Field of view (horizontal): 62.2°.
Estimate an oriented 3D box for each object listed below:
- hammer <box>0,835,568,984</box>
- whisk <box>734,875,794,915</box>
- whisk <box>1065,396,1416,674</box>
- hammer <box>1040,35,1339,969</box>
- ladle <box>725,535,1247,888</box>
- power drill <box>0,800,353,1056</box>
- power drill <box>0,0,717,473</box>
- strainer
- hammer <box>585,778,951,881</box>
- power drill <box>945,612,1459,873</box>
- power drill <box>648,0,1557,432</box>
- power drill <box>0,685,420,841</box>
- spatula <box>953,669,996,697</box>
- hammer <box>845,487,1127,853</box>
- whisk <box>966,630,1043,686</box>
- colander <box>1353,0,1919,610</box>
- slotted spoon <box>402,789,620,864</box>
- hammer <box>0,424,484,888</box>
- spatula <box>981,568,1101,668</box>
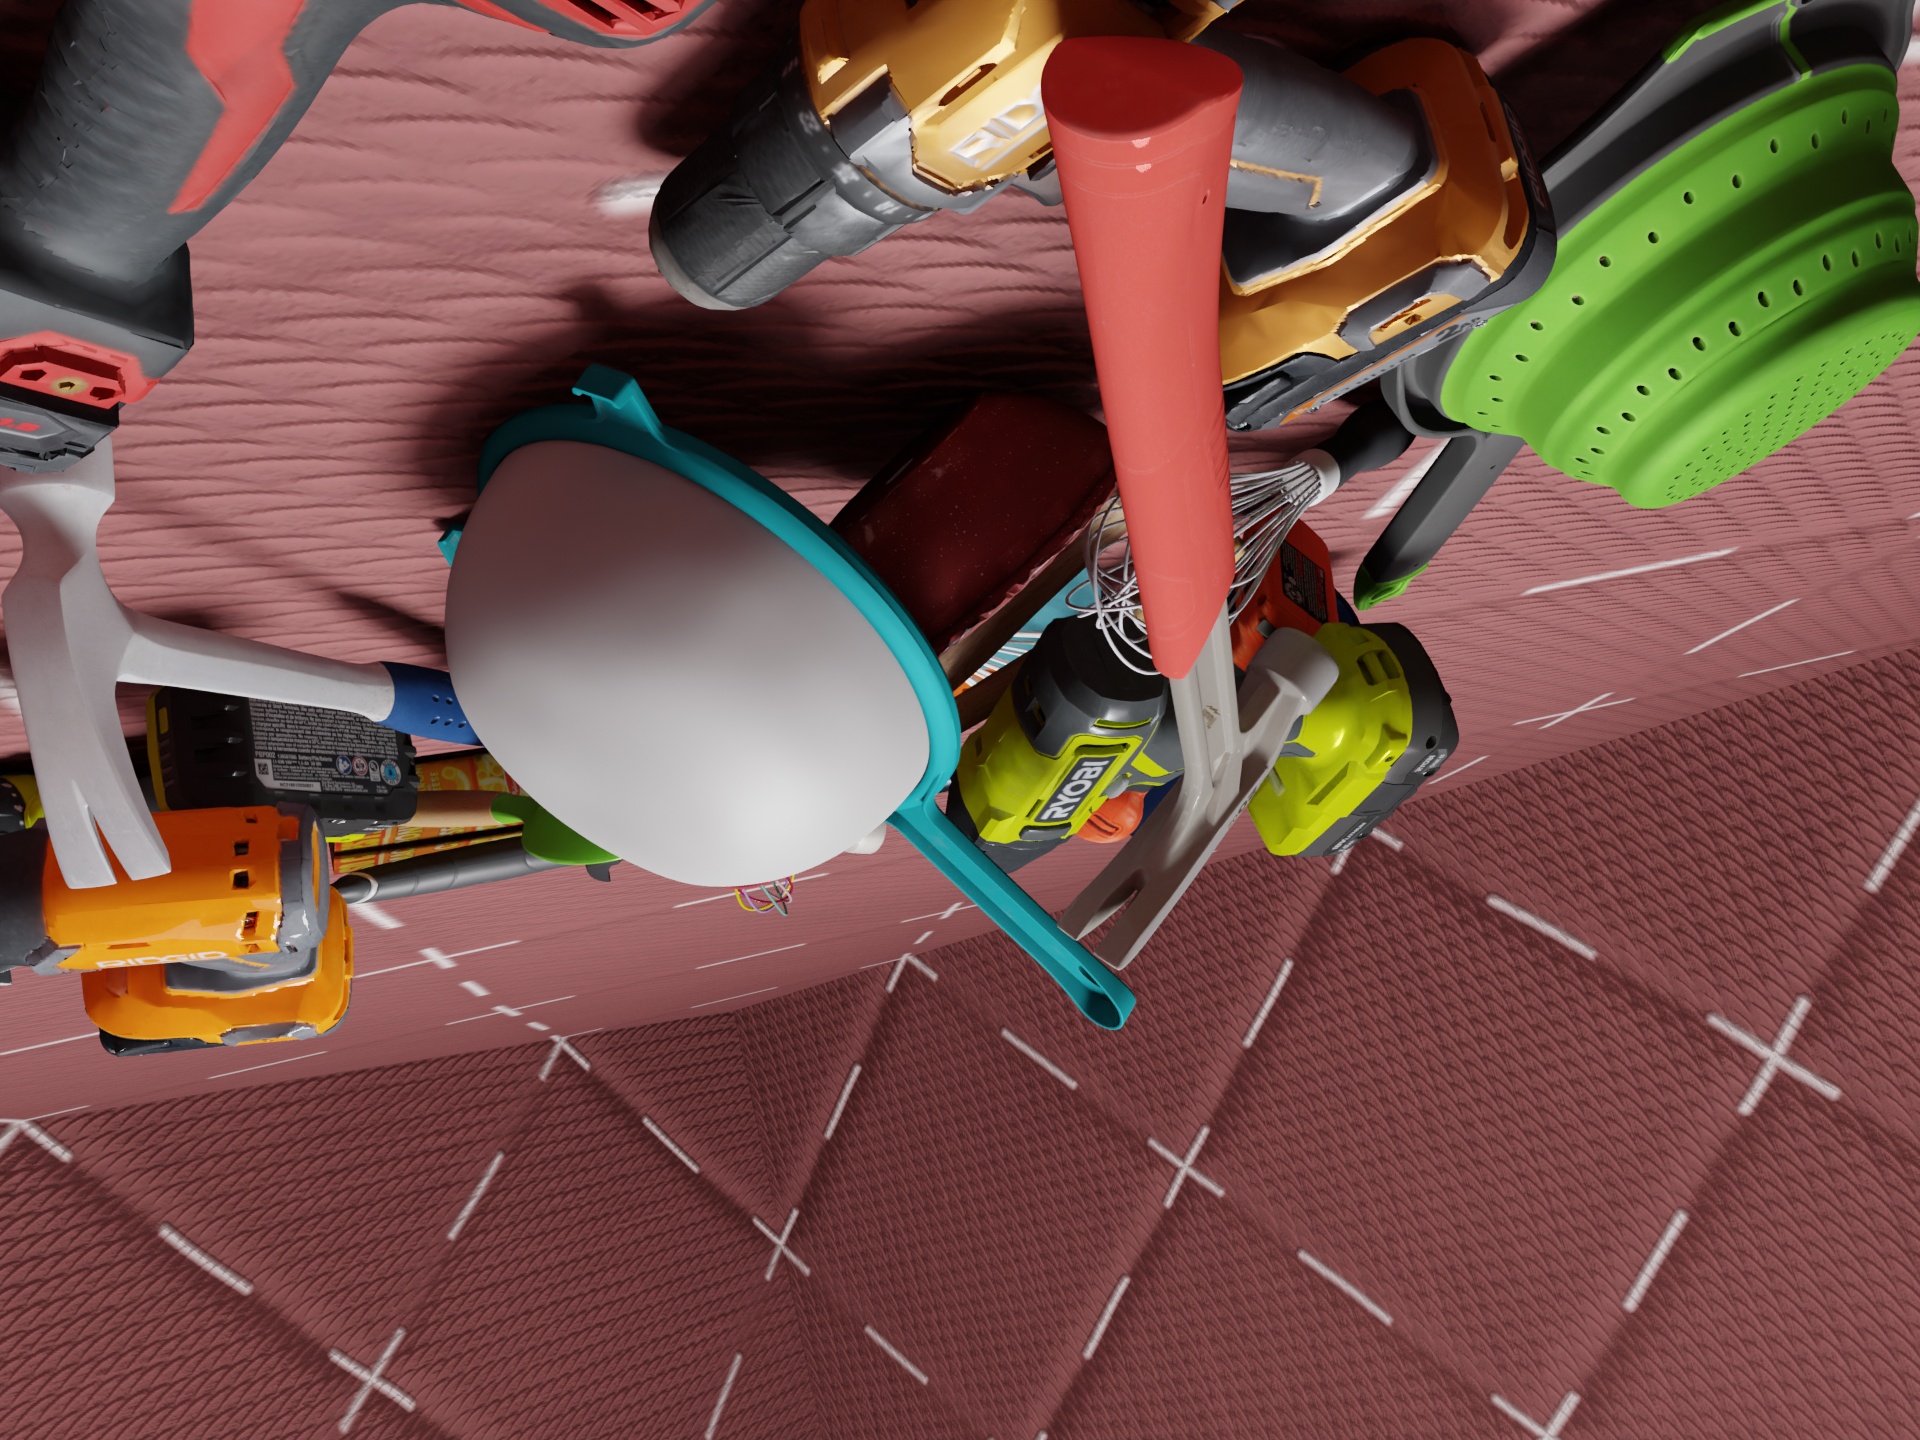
[{"bbox_3d":[-0.390,0.108,0.971,0.408,0.036,0.149,-10,178,-29],"label":"hammer"},{"bbox_3d":[-0.177,0.094,1.216,0.047,0.051,0.244,-17,149,5],"label":"whisk"},{"bbox_3d":[0.133,-0.092,0.672,0.070,0.070,0.284,-26,-176,44],"label":"whisk"},{"bbox_3d":[0.061,-0.042,0.469,0.149,0.037,0.358,-51,155,-13],"label":"hammer"},{"bbox_3d":[-0.001,-0.002,0.754,0.315,0.031,0.069,-31,145,23],"label":"ladle"},{"bbox_3d":[-0.365,0.096,0.721,0.164,0.084,0.226,-3,161,-16],"label":"power drill"},{"bbox_3d":[-0.168,-0.136,0.271,0.226,0.080,0.187,-23,165,26],"label":"power drill"},{"bbox_3d":[-0.068,0.037,0.599,0.211,0.340,0.095,-20,-149,56],"label":"strainer"},{"bbox_3d":[-0.120,0.073,1.329,0.386,0.038,0.143,-11,169,-13],"label":"hammer"},{"bbox_3d":[0.107,0.018,0.761,0.223,0.080,0.171,-2,146,-27],"label":"power drill"},{"bbox_3d":[0.043,-0.148,0.443,0.185,0.084,0.226,-24,160,37],"label":"power drill"},{"bbox_3d":[-0.404,0.038,0.778,0.228,0.080,0.190,-16,169,23],"label":"power drill"},{"bbox_3d":[-0.091,-0.011,0.984,0.322,0.041,0.081,-8,154,-19],"label":"spatula"},{"bbox_3d":[-0.022,-0.018,0.776,0.130,0.031,0.331,5,147,-36],"label":"hammer"},{"bbox_3d":[-0.014,-0.040,0.819,0.246,0.058,0.059,17,108,-34],"label":"whisk"},{"bbox_3d":[0.251,-0.110,0.632,0.204,0.095,0.396,-24,162,-15],"label":"colander"},{"bbox_3d":[-0.239,0.044,0.784,0.314,0.031,0.070,-3,-155,46],"label":"slotted spoon"},{"bbox_3d":[-0.253,-0.007,0.674,0.035,0.144,0.405,-9,175,6],"label":"hammer"},{"bbox_3d":[0.070,-0.095,0.780,0.082,0.044,0.317,-2,164,-13],"label":"spatula"}]
